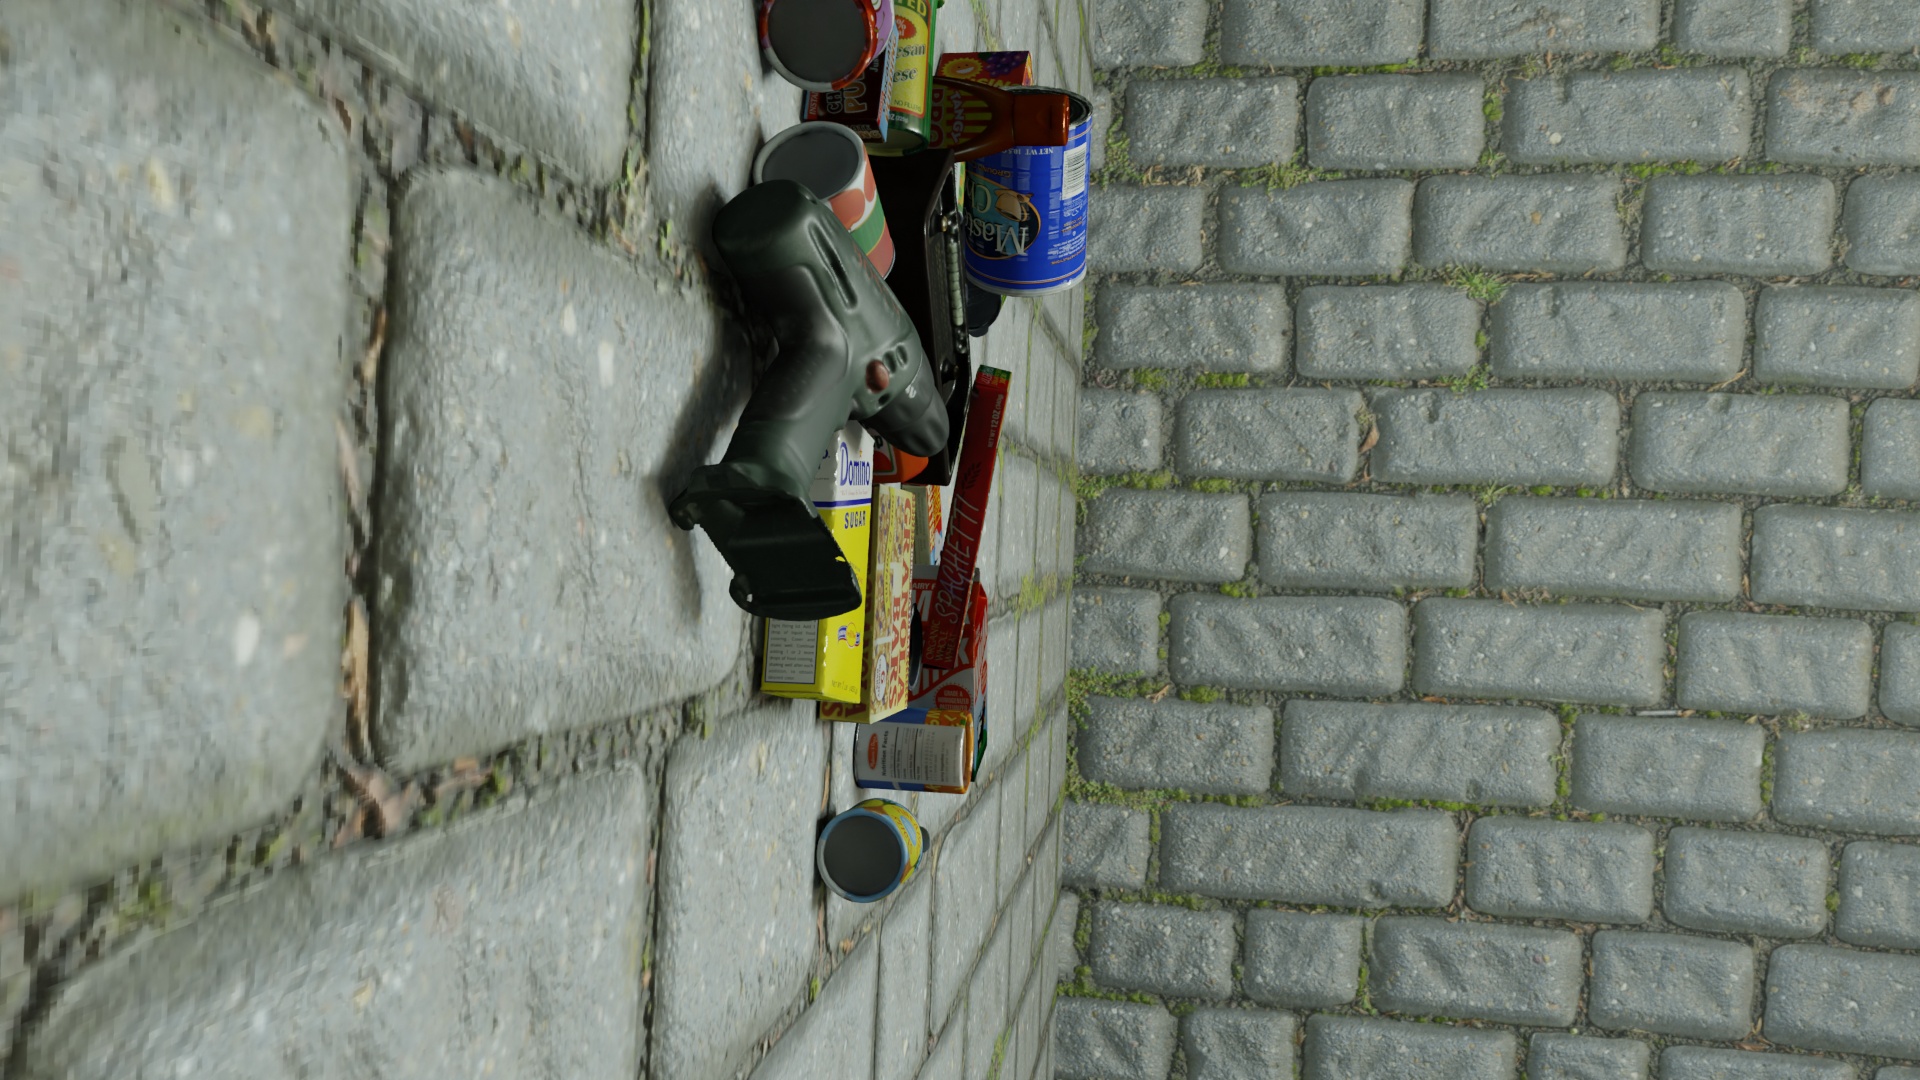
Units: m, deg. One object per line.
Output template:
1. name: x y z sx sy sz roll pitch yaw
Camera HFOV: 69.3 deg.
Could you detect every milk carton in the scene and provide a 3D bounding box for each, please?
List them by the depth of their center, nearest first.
1. milk carton: -0.016 0.111 1.228 0.074 0.072 0.189 -62 152 -69

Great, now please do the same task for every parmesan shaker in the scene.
1. parmesan shaker: -0.047 -0.319 0.936 0.071 0.071 0.103 17 75 -80

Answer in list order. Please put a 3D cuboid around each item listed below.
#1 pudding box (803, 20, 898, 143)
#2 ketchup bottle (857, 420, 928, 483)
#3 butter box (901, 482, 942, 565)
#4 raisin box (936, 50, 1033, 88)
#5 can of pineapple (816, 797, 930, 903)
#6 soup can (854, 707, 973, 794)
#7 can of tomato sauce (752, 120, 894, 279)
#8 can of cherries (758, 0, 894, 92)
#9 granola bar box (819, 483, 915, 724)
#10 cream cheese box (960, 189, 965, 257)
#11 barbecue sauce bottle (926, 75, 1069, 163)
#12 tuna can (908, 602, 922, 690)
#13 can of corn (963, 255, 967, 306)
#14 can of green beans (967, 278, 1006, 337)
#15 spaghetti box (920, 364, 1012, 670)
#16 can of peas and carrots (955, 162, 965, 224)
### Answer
1. pudding box: -0.069 -0.295 0.879 0.030 0.050 0.084 67 28 -73
2. ketchup bottle: -0.065 -0.112 0.925 0.044 0.065 0.148 -40 128 -41
3. butter box: -0.033 -0.015 1.239 0.053 0.024 0.103 -69 159 -61
4. raisin box: 0.018 -0.398 1.269 0.040 0.086 0.124 79 16 -48
5. can of pineapple: -0.062 0.218 0.985 0.058 0.071 0.071 22 71 -80
6. soup can: -0.035 0.164 1.091 0.071 0.084 0.071 0 92 -81
7. can of tomato sauce: -0.077 -0.190 0.802 0.082 0.071 0.071 74 20 -60
8. can of cherries: -0.075 -0.297 0.789 0.059 0.071 0.071 -72 161 -56
9. granola bar box: -0.066 0.044 1.010 0.124 0.039 0.165 10 82 -80
10. cream cheese box: -0.019 -0.280 1.172 0.103 0.053 0.024 78 15 -56
11. barbecue sauce bottle: 0.004 -0.307 1.015 0.044 0.148 0.064 -43 134 -78
12. tuna can: -0.052 0.085 1.120 0.071 0.033 0.071 0 92 -81
13. can of corn: -0.028 -0.202 1.122 0.071 0.058 0.071 0 92 -81
14. can of green beans: 0.011 -0.237 1.324 0.058 0.071 0.071 -69 159 -65
15. spaghetti box: 0.004 -0.014 1.100 0.050 0.029 0.248 -74 175 -66
16. can of peas and carrots: -0.031 -0.276 1.076 0.071 0.071 0.059 52 41 -76
